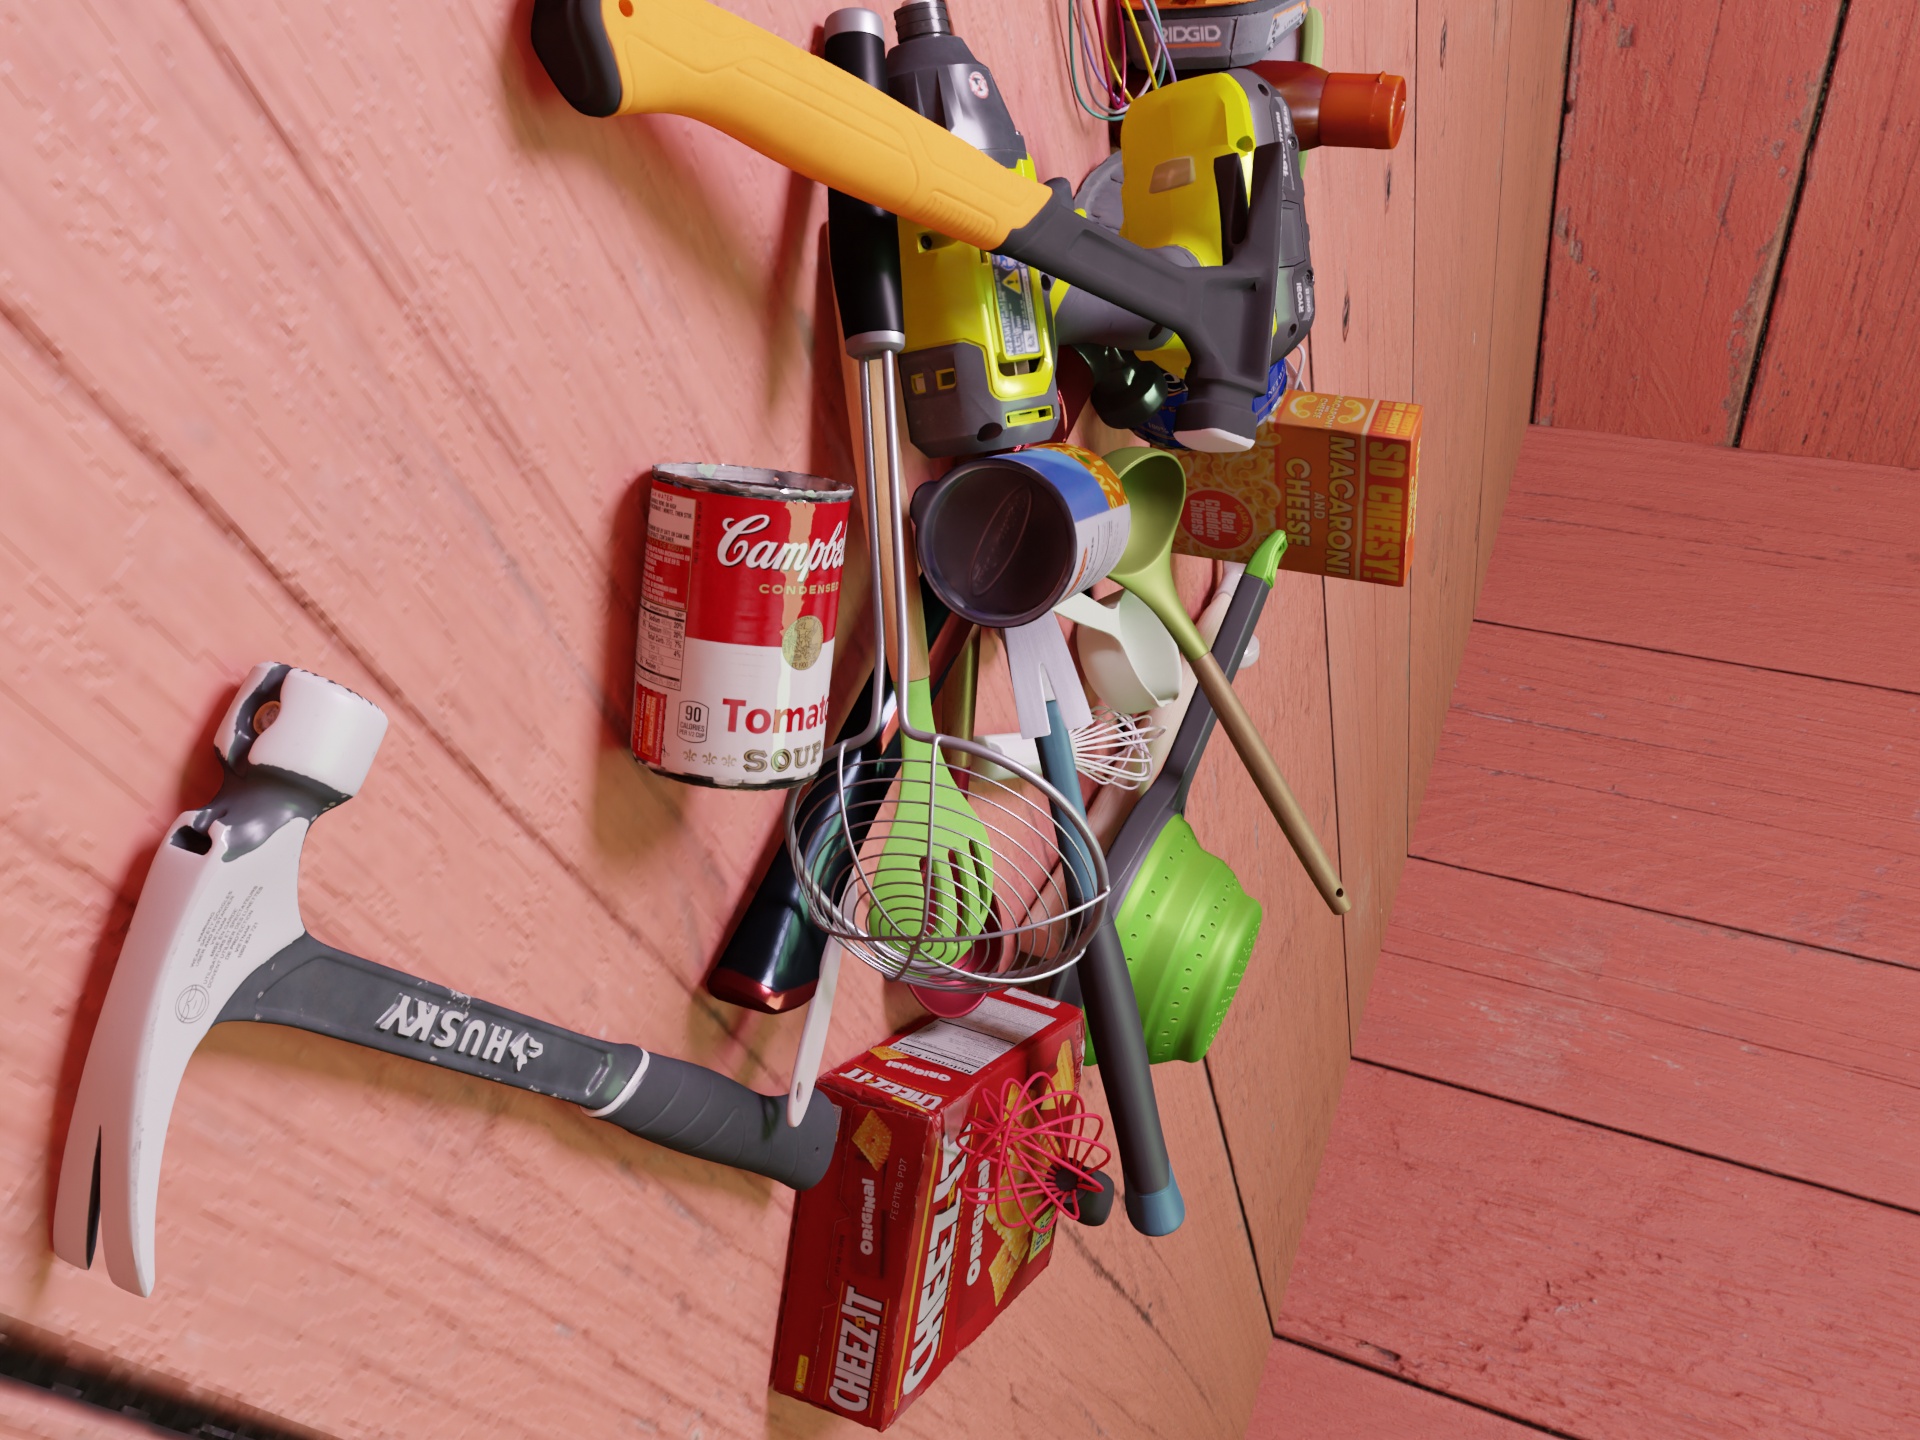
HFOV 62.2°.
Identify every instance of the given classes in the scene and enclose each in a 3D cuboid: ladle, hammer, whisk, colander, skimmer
[{"bbox_3d":[-0.001,-0.003,0.791,0.069,0.031,0.315,-10,109,-40],"label":"ladle"},{"bbox_3d":[-0.017,-0.055,0.697,0.143,0.038,0.386,48,59,-42],"label":"hammer"},{"bbox_3d":[0.133,0.006,1.106,0.411,0.038,0.146,-55,147,-43],"label":"hammer"},{"bbox_3d":[0.053,0.234,0.818,0.295,0.073,0.073,61,46,-65],"label":"whisk"},{"bbox_3d":[0.006,-0.190,0.553,0.336,0.034,0.127,7,88,-45],"label":"hammer"},{"bbox_3d":[0.162,0.074,1.013,0.397,0.094,0.204,-67,164,-2],"label":"colander"},{"bbox_3d":[0.066,0.099,0.802,0.128,0.033,0.331,-103,180,-82],"label":"hammer"},{"bbox_3d":[-0.129,0.126,0.545,0.149,0.036,0.408,-70,157,-15],"label":"hammer"},{"bbox_3d":[-0.016,-0.075,0.602,0.090,0.127,0.363,2,84,-66],"label":"skimmer"},{"bbox_3d":[0.054,-0.374,0.733,0.244,0.051,0.047,57,29,-55],"label":"whisk"},{"bbox_3d":[0.160,-0.017,0.943,0.078,0.062,0.320,-36,102,-21],"label":"ladle"},{"bbox_3d":[0.061,0.018,0.928,0.246,0.059,0.058,-3,67,-63],"label":"whisk"}]

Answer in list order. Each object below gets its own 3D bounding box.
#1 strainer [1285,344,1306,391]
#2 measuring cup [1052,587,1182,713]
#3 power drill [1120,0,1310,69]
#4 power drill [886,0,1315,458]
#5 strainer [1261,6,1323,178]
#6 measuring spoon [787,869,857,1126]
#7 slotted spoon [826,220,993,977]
[{"bbox_3d":[0.256,-0.219,1.278,0.087,0.050,0.258,63,3,23],"label":"strainer"},{"bbox_3d":[0.074,-0.052,0.940,0.167,0.038,0.083,21,56,-49],"label":"measuring cup"},{"bbox_3d":[0.133,-0.468,0.813,0.164,0.084,0.226,-53,143,-47],"label":"power drill"},{"bbox_3d":[0.055,-0.213,0.680,0.223,0.080,0.171,-20,106,-43],"label":"power drill"},{"bbox_3d":[0.172,-0.399,0.948,0.151,0.069,0.256,50,46,-87],"label":"strainer"},{"bbox_3d":[-0.065,0.114,0.682,0.034,0.018,0.124,70,24,-51],"label":"measuring spoon"},{"bbox_3d":[-0.025,-0.042,0.642,0.070,0.031,0.313,-19,106,-42],"label":"slotted spoon"}]
